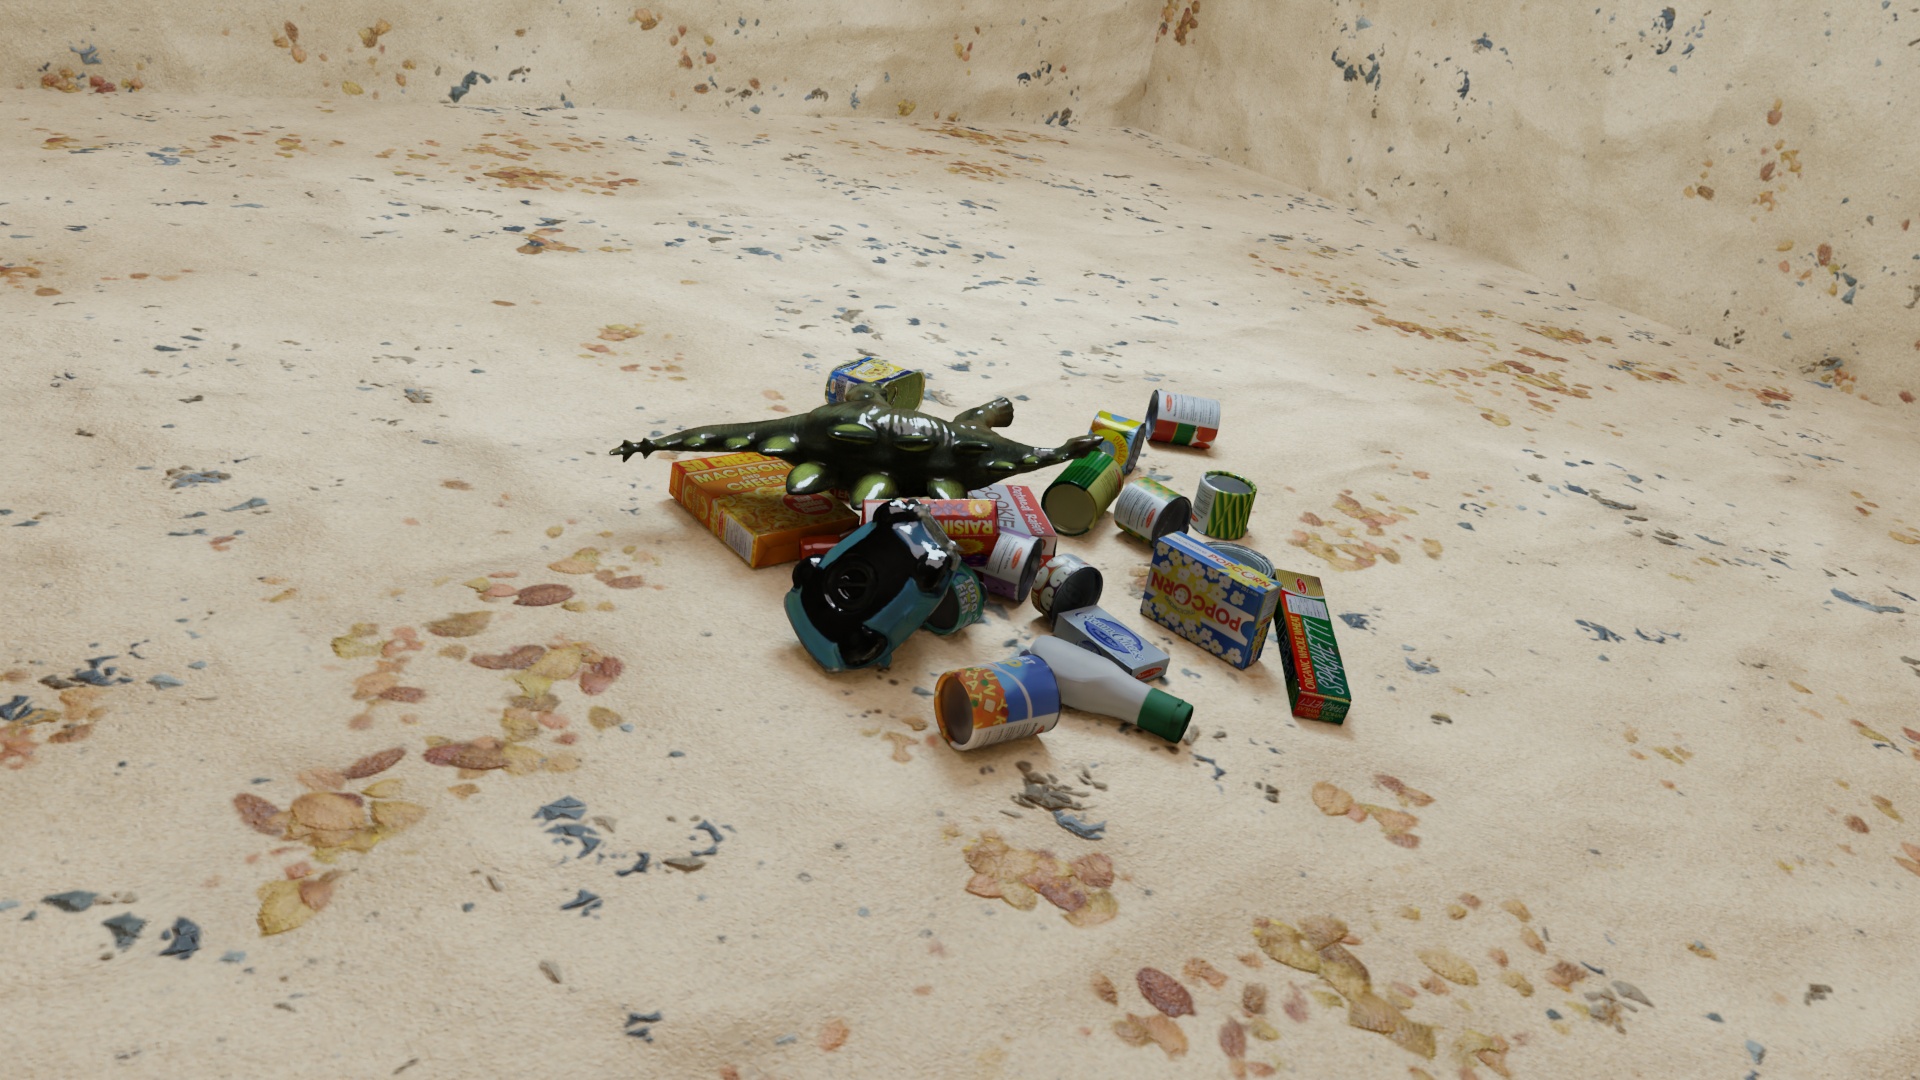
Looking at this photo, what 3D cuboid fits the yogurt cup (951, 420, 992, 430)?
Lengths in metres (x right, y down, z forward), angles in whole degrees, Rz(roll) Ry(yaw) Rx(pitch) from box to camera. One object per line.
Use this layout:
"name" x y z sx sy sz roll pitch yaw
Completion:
"yogurt cup" 0.000 -0.107 1.600 0.072 0.072 0.054 27 39 30

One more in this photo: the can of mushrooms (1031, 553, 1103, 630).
"can of mushrooms" 0.100 0.049 1.328 0.071 0.070 0.033 -13 35 -39

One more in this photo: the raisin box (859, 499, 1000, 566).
"raisin box" -0.031 -0.006 1.284 0.123 0.085 0.040 0 69 -7

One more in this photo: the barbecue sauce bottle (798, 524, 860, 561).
"barbecue sauce bottle" -0.081 0.009 1.346 0.149 0.064 0.044 -5 13 -12

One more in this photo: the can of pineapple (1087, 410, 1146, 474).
"can of pineapple" 0.187 -0.119 1.690 0.058 0.070 0.071 18 27 16

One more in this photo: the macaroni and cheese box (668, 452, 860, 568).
"macaroni and cheese box" -0.201 -0.035 1.408 0.124 0.040 0.167 -12 35 -39

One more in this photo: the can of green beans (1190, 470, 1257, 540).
"can of green beans" 0.300 -0.041 1.587 0.071 0.057 0.071 9 26 -4

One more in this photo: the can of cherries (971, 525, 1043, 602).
"can of cherries" 0.043 0.022 1.362 0.058 0.071 0.072 17 27 15

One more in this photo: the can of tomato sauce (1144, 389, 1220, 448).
"can of tomato sauce" 0.287 -0.156 1.803 0.083 0.070 0.071 9 26 -5

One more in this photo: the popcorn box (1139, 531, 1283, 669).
"popcorn box" 0.240 0.056 1.342 0.127 0.084 0.038 30 31 34

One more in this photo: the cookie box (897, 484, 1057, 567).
"cookie box" 0.005 -0.018 1.452 0.168 0.040 0.123 2 27 -14

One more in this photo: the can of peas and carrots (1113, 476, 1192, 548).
"can of peas and carrots" 0.212 -0.029 1.524 0.071 0.070 0.059 -15 36 -42

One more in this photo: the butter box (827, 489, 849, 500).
"butter box" -0.140 -0.078 1.532 0.053 0.024 0.104 7 26 -6

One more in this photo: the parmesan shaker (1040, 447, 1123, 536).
"parmesan shaker" 0.135 -0.056 1.539 0.071 0.071 0.103 19 28 16

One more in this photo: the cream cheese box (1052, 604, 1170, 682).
"cream cheese box" 0.140 0.097 1.291 0.053 0.024 0.104 -11 34 -39

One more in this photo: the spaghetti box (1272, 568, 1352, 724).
"spaghetti box" 0.338 0.098 1.358 0.050 0.028 0.251 12 26 2

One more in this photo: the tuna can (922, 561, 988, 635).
"tuna can" -0.011 0.052 1.275 0.071 0.070 0.033 29 33 32

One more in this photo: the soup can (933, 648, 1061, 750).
"soup can" 0.029 0.130 1.135 0.084 0.071 0.071 -7 32 -32

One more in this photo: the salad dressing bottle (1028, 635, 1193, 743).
"salad dressing bottle" 0.127 0.130 1.202 0.148 0.043 0.064 23 27 20
